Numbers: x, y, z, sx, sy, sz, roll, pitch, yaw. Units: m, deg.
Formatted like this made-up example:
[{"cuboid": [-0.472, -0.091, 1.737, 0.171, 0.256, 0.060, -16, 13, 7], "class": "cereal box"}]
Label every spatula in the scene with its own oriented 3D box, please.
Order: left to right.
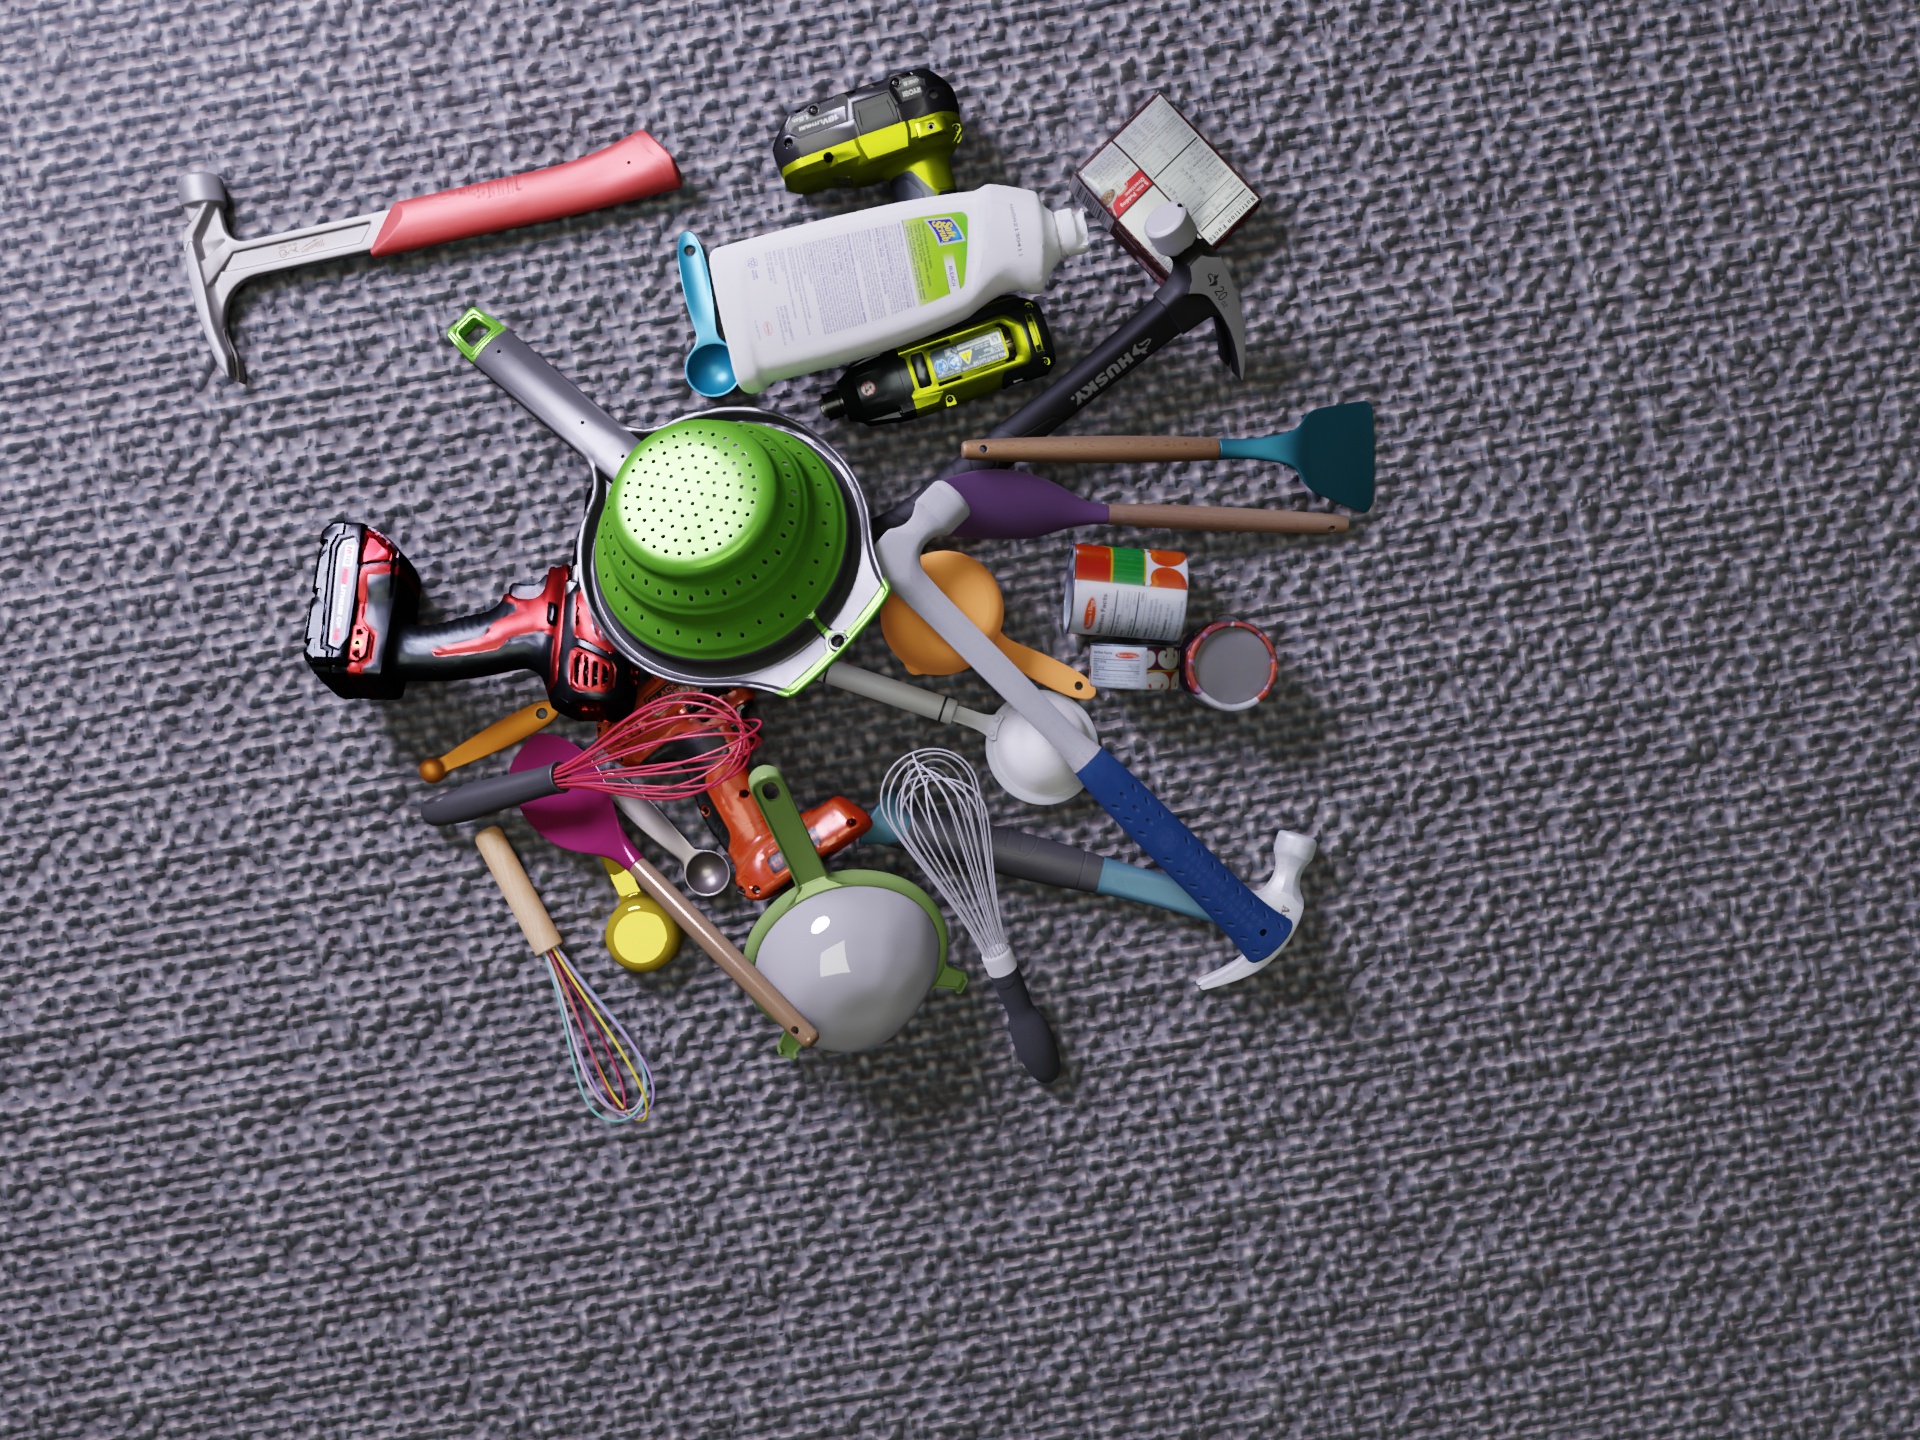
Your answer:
[{"cuboid": [0.132, -0.151, 1.155, 0.316, 0.018, 0.059, 2, 131, -10], "class": "spatula"}, {"cuboid": [0.156, -0.191, 1.140, 0.317, 0.044, 0.082, -1, 94, -9], "class": "spatula"}]

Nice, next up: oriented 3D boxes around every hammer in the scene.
[{"cuboid": [-0.379, -0.354, 1.154, 0.359, 0.037, 0.149, -12, 92, 0], "class": "hammer"}, {"cuboid": [0.057, -0.212, 1.143, 0.335, 0.035, 0.146, -38, 136, 10], "class": "hammer"}, {"cuboid": [0.078, 0.024, 1.122, 0.405, 0.035, 0.144, 45, 84, -8], "class": "hammer"}, {"cuboid": [0.090, 0.110, 1.180, 0.331, 0.033, 0.128, 14, 91, -1], "class": "hammer"}]

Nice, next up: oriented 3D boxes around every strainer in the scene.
[{"cuboid": [-0.090, 0.144, 1.100, 0.151, 0.069, 0.256, -21, 125, -2], "class": "strainer"}, {"cuboid": [-0.002, -0.004, 1.172, 0.258, 0.050, 0.087, 18, 76, 2], "class": "strainer"}]

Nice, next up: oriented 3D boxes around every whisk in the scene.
[{"cuboid": [-0.295, 0.190, 1.175, 0.051, 0.047, 0.245, -29, 88, -12], "class": "whisk"}, {"cuboid": [-0.266, 0.036, 1.118, 0.296, 0.073, 0.073, -14, 93, 24], "class": "whisk"}, {"cuboid": [0.016, 0.147, 1.146, 0.070, 0.070, 0.284, -22, 109, 0], "class": "whisk"}]

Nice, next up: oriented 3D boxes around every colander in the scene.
[{"cuboid": [-0.226, -0.181, 1.078, 0.397, 0.094, 0.204, 40, 81, 17], "class": "colander"}]

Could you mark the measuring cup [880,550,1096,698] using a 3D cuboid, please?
[{"cuboid": [0.026, -0.061, 1.155, 0.173, 0.052, 0.095, 26, 80, -3], "class": "measuring cup"}]

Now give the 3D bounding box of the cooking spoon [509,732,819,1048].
[{"cuboid": [-0.213, 0.121, 1.133, 0.319, 0.017, 0.069, 41, 98, 20], "class": "cooking spoon"}]

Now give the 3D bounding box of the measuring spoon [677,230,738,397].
[{"cuboid": [-0.189, -0.297, 1.172, 0.042, 0.021, 0.129, -12, 83, -1], "class": "measuring spoon"}]

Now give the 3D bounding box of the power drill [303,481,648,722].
[{"cuboid": [-0.333, -0.095, 1.135, 0.226, 0.080, 0.188, 2, 73, -1], "class": "power drill"}]

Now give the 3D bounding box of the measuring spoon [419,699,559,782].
[{"cuboid": [-0.349, 0.015, 1.180, 0.117, 0.011, 0.021, -27, 92, 0], "class": "measuring spoon"}]

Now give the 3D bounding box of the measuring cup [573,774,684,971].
[{"cuboid": [-0.254, 0.113, 1.175, 0.062, 0.029, 0.156, -23, 94, 0], "class": "measuring cup"}]

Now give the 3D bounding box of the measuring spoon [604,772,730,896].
[{"cuboid": [-0.219, 0.083, 1.186, 0.124, 0.018, 0.034, 43, 93, 5], "class": "measuring spoon"}]

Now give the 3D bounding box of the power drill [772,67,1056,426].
[{"cuboid": [-0.046, -0.331, 1.141, 0.171, 0.080, 0.223, -19, 95, 0], "class": "power drill"}]
